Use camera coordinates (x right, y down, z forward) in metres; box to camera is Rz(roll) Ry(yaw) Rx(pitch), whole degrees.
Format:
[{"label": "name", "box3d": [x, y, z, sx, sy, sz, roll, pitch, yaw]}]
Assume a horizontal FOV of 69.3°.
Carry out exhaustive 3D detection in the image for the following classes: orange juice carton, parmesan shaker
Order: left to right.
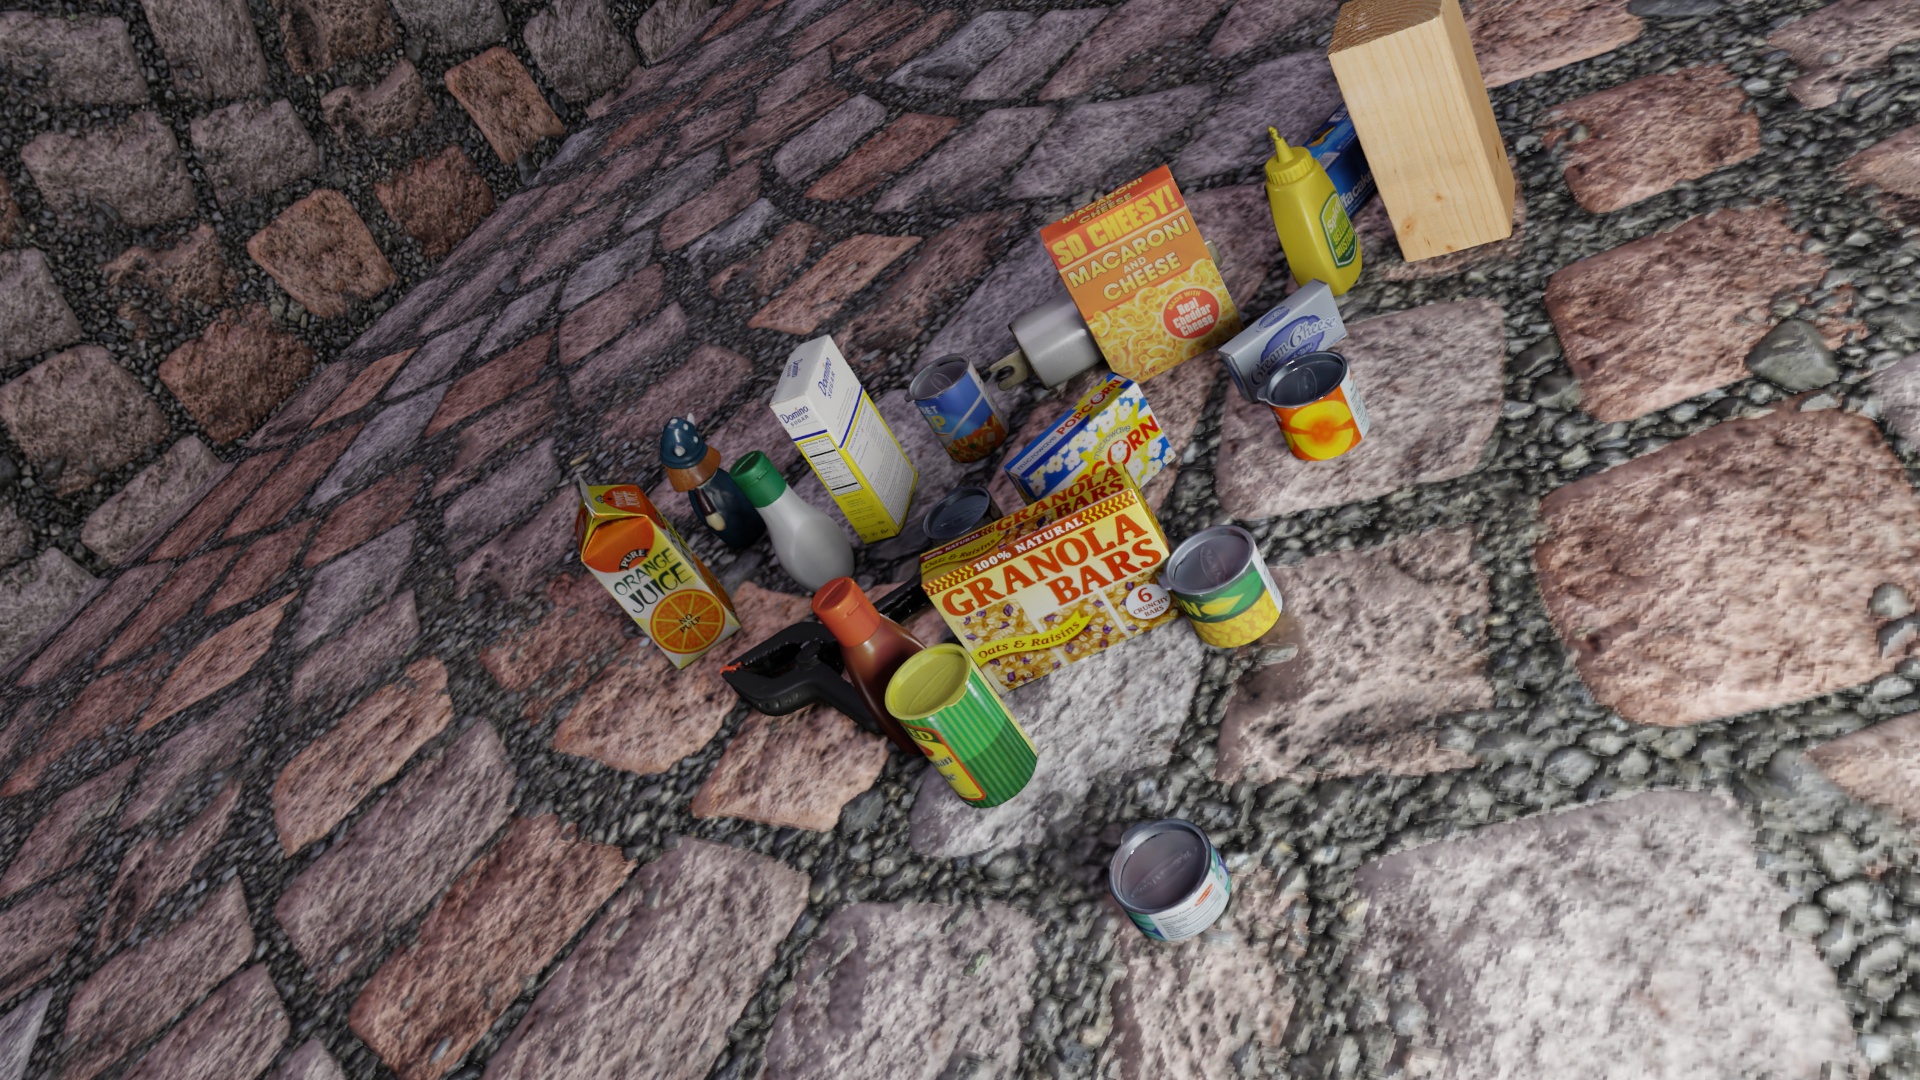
[{"label": "orange juice carton", "box3d": [-0.289, 0.021, 1.275, 0.073, 0.192, 0.072, -35, 32, -1]}, {"label": "parmesan shaker", "box3d": [0.003, 0.130, 0.957, 0.071, 0.102, 0.072, -23, 34, 17]}]

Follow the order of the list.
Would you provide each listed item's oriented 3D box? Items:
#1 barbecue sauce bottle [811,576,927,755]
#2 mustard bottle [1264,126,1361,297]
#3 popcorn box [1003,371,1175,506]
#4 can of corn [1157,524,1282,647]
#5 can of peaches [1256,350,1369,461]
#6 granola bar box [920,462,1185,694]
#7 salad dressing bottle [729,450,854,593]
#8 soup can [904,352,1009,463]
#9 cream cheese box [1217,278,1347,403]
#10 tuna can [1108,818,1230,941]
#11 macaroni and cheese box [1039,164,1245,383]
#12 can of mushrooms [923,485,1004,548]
[{"label": "barbecue sauce bottle", "box3d": [-0.055, 0.089, 1.020, 0.065, 0.148, 0.043, -48, 34, -20]}, {"label": "mustard bottle", "box3d": [0.295, -0.284, 1.188, 0.049, 0.159, 0.065, 1, 47, 43]}, {"label": "popcorn box", "box3d": [0.106, -0.065, 1.138, 0.127, 0.085, 0.038, -42, 33, -12]}, {"label": "can of corn", "box3d": [0.181, 0.034, 0.968, 0.071, 0.058, 0.071, -23, 34, 17]}, {"label": "can of peaches", "box3d": [0.272, -0.102, 1.066, 0.071, 0.058, 0.071, -23, 34, 17]}, {"label": "granola bar box", "box3d": [0.072, 0.030, 1.009, 0.165, 0.123, 0.039, -25, 33, 14]}, {"label": "salad dressing bottle", "box3d": [-0.151, -0.016, 1.243, 0.064, 0.147, 0.044, -48, 35, -21]}, {"label": "soup can", "box3d": [-0.003, -0.123, 1.312, 0.071, 0.083, 0.072, -23, 34, 17]}, {"label": "cream cheese box", "box3d": [0.269, -0.166, 1.156, 0.104, 0.053, 0.024, -37, 32, -4]}, {"label": "tuna can", "box3d": [0.123, 0.200, 0.825, 0.071, 0.032, 0.071, -23, 34, 17]}, {"label": "macaroni and cheese box", "box3d": [0.162, -0.230, 1.230, 0.123, 0.166, 0.040, -26, 33, 13]}, {"label": "can of mushrooms", "box3d": [0.004, -0.015, 1.211, 0.071, 0.033, 0.071, -23, 34, 17]}]
